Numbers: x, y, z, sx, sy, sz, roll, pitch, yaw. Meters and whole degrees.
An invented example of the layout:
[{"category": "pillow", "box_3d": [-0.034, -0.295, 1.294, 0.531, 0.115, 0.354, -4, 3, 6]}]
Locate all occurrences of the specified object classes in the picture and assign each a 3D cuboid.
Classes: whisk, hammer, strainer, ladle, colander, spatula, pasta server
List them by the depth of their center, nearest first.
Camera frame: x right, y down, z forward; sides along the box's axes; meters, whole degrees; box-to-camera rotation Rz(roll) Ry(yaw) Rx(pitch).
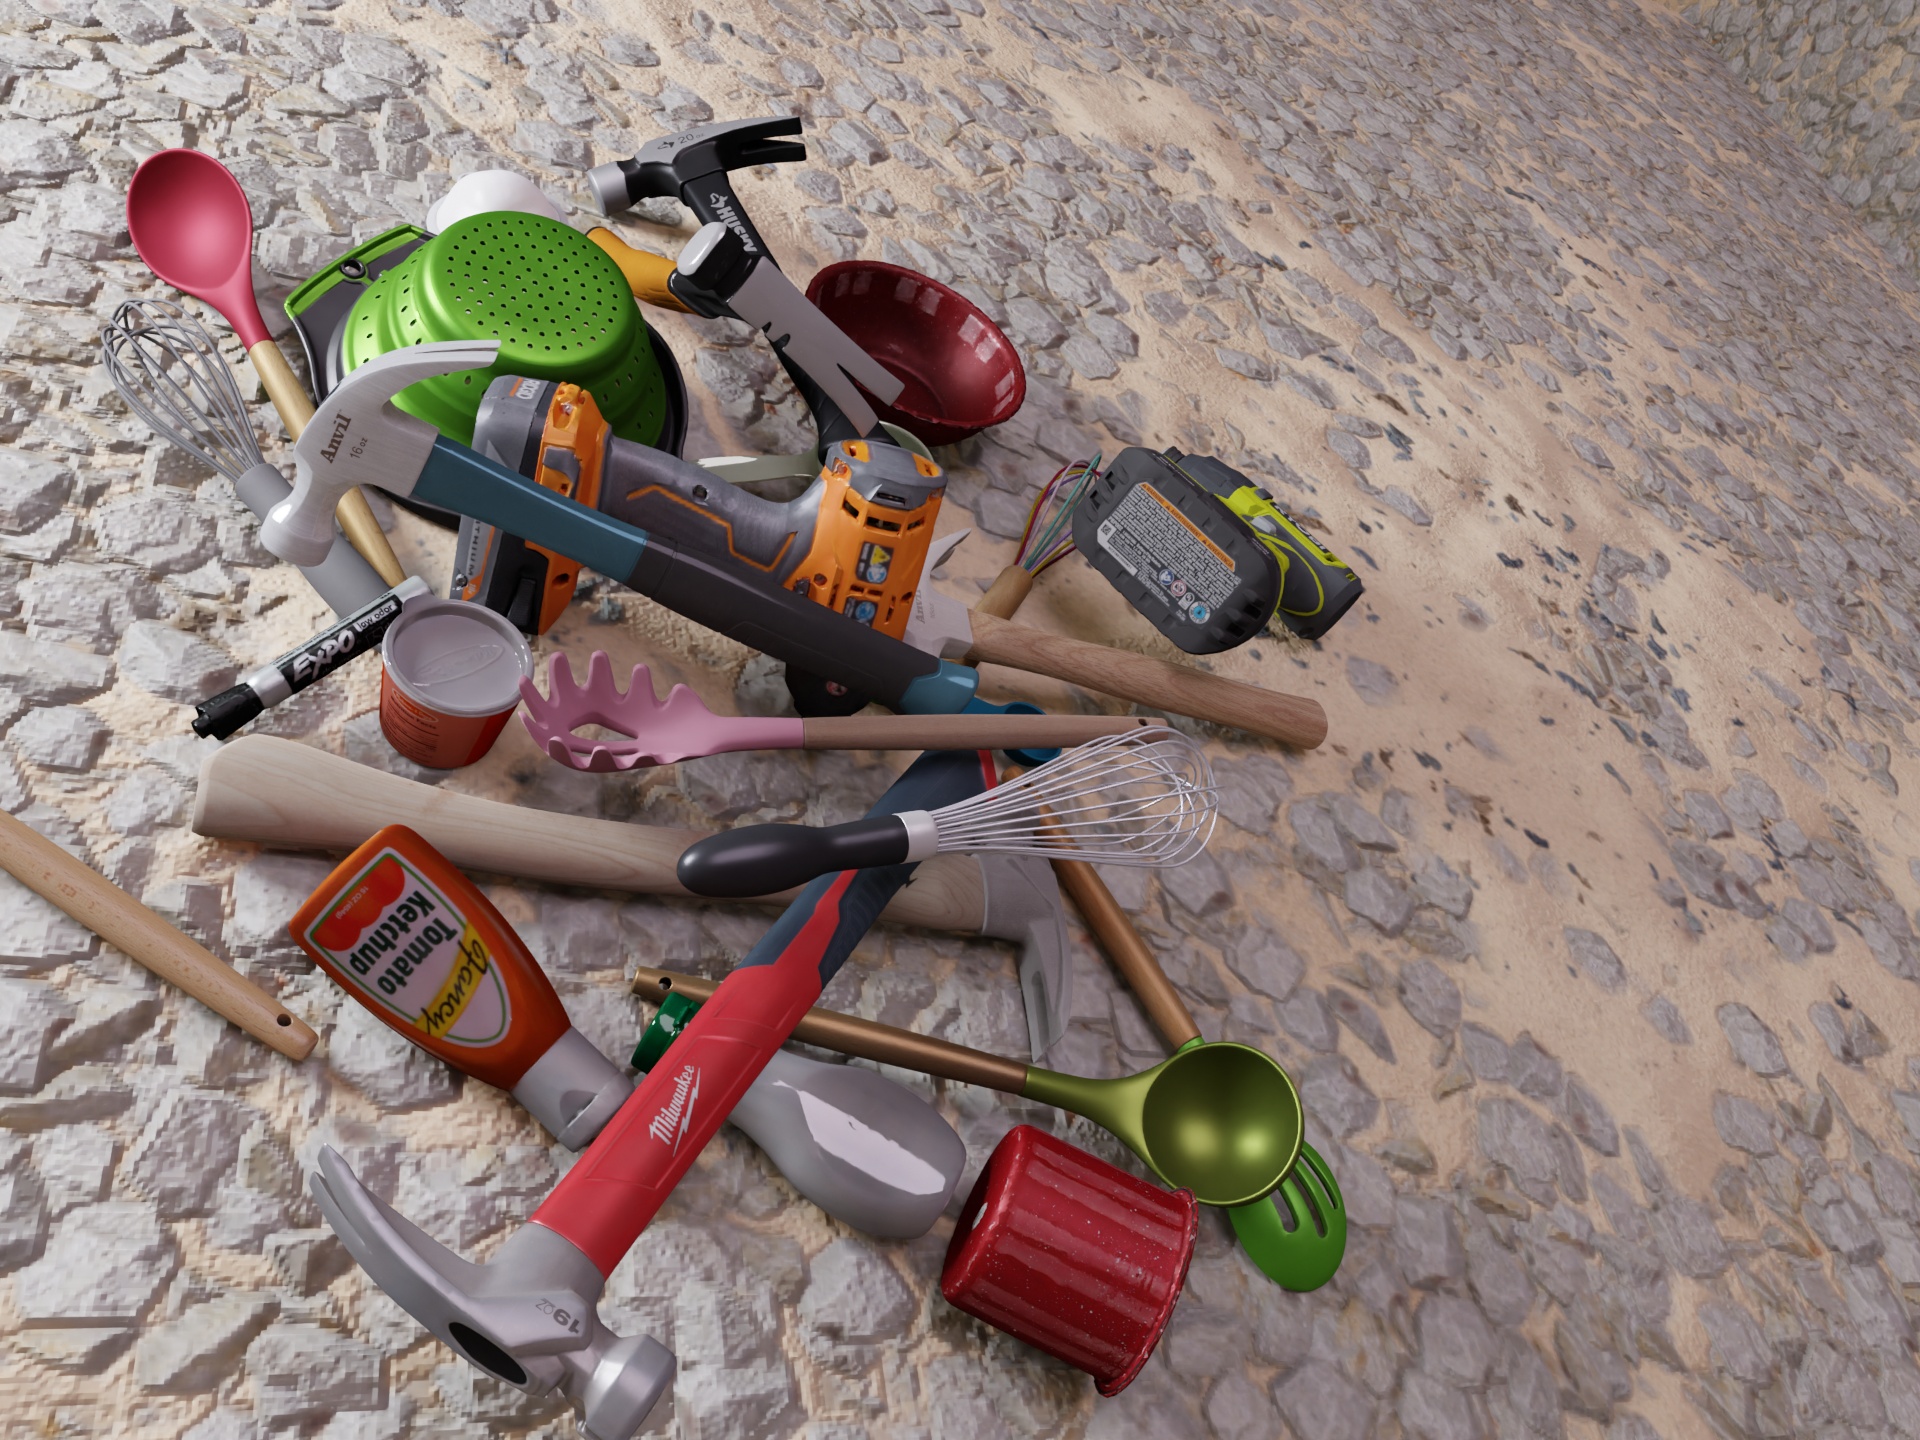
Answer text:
[{"category": "spatula", "box_3d": [-0.383, 0.034, 0.618, 0.317, 0.044, 0.082, 35, 39, -1]}, {"category": "hammer", "box_3d": [-0.091, 0.104, 0.677, 0.143, 0.038, 0.386, 36, 41, 2]}, {"category": "whisk", "box_3d": [0.006, 0.050, 0.723, 0.284, 0.070, 0.070, -7, 56, -30]}, {"category": "ladle", "box_3d": [0.007, 0.157, 0.732, 0.320, 0.062, 0.078, 17, 64, -10]}, {"category": "hammer", "box_3d": [-0.135, 0.073, 0.744, 0.410, 0.038, 0.146, 10, 49, -24]}, {"category": "hammer", "box_3d": [-0.141, -0.070, 0.747, 0.330, 0.128, 0.033, 24, 22, -22]}, {"category": "pasta server", "box_3d": [-0.048, 0.001, 0.764, 0.316, 0.040, 0.060, 0, 49, -14]}, {"category": "whisk", "box_3d": [-0.343, -0.119, 0.782, 0.239, 0.055, 0.055, 47, 44, 7]}, {"category": "ladle", "box_3d": [-0.354, -0.176, 0.832, 0.316, 0.069, 0.031, 56, 8, 17]}, {"category": "colander", "box_3d": [-0.175, -0.155, 0.864, 0.397, 0.094, 0.204, 38, 52, -2]}, {"category": "hammer", "box_3d": [-0.148, -0.238, 0.894, 0.127, 0.034, 0.337, 38, -1, -34]}, {"category": "hammer", "box_3d": [0.095, -0.030, 0.956, 0.331, 0.031, 0.130, 13, 52, -32]}, {"category": "strainer", "box_3d": [-0.260, -0.264, 0.970, 0.087, 0.050, 0.259, -18, 65, -23]}, {"category": "hammer", "box_3d": [-0.116, -0.271, 1.001, 0.146, 0.035, 0.335, -23, 57, -11]}, {"category": "whisk", "box_3d": [0.048, -0.101, 1.013, 0.047, 0.051, 0.245, 39, 45, -4]}]

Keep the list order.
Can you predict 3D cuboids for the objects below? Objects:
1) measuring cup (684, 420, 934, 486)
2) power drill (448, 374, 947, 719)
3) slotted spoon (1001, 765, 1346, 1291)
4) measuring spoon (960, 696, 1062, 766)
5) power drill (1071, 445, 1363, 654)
[{"category": "measuring cup", "box_3d": [-0.099, -0.143, 0.970, 0.167, 0.038, 0.083, -5, 56, -16]}, {"category": "power drill", "box_3d": [-0.134, -0.076, 0.807, 0.226, 0.164, 0.084, 11, 23, -12]}, {"category": "slotted spoon", "box_3d": [0.104, 0.148, 0.833, 0.070, 0.031, 0.314, -15, 59, -34]}, {"category": "measuring spoon", "box_3d": [-0.001, -0.003, 0.901, 0.128, 0.021, 0.042, 21, 43, -21]}, {"category": "power drill", "box_3d": [0.166, -0.120, 1.047, 0.171, 0.080, 0.223, 45, 24, 13]}]
